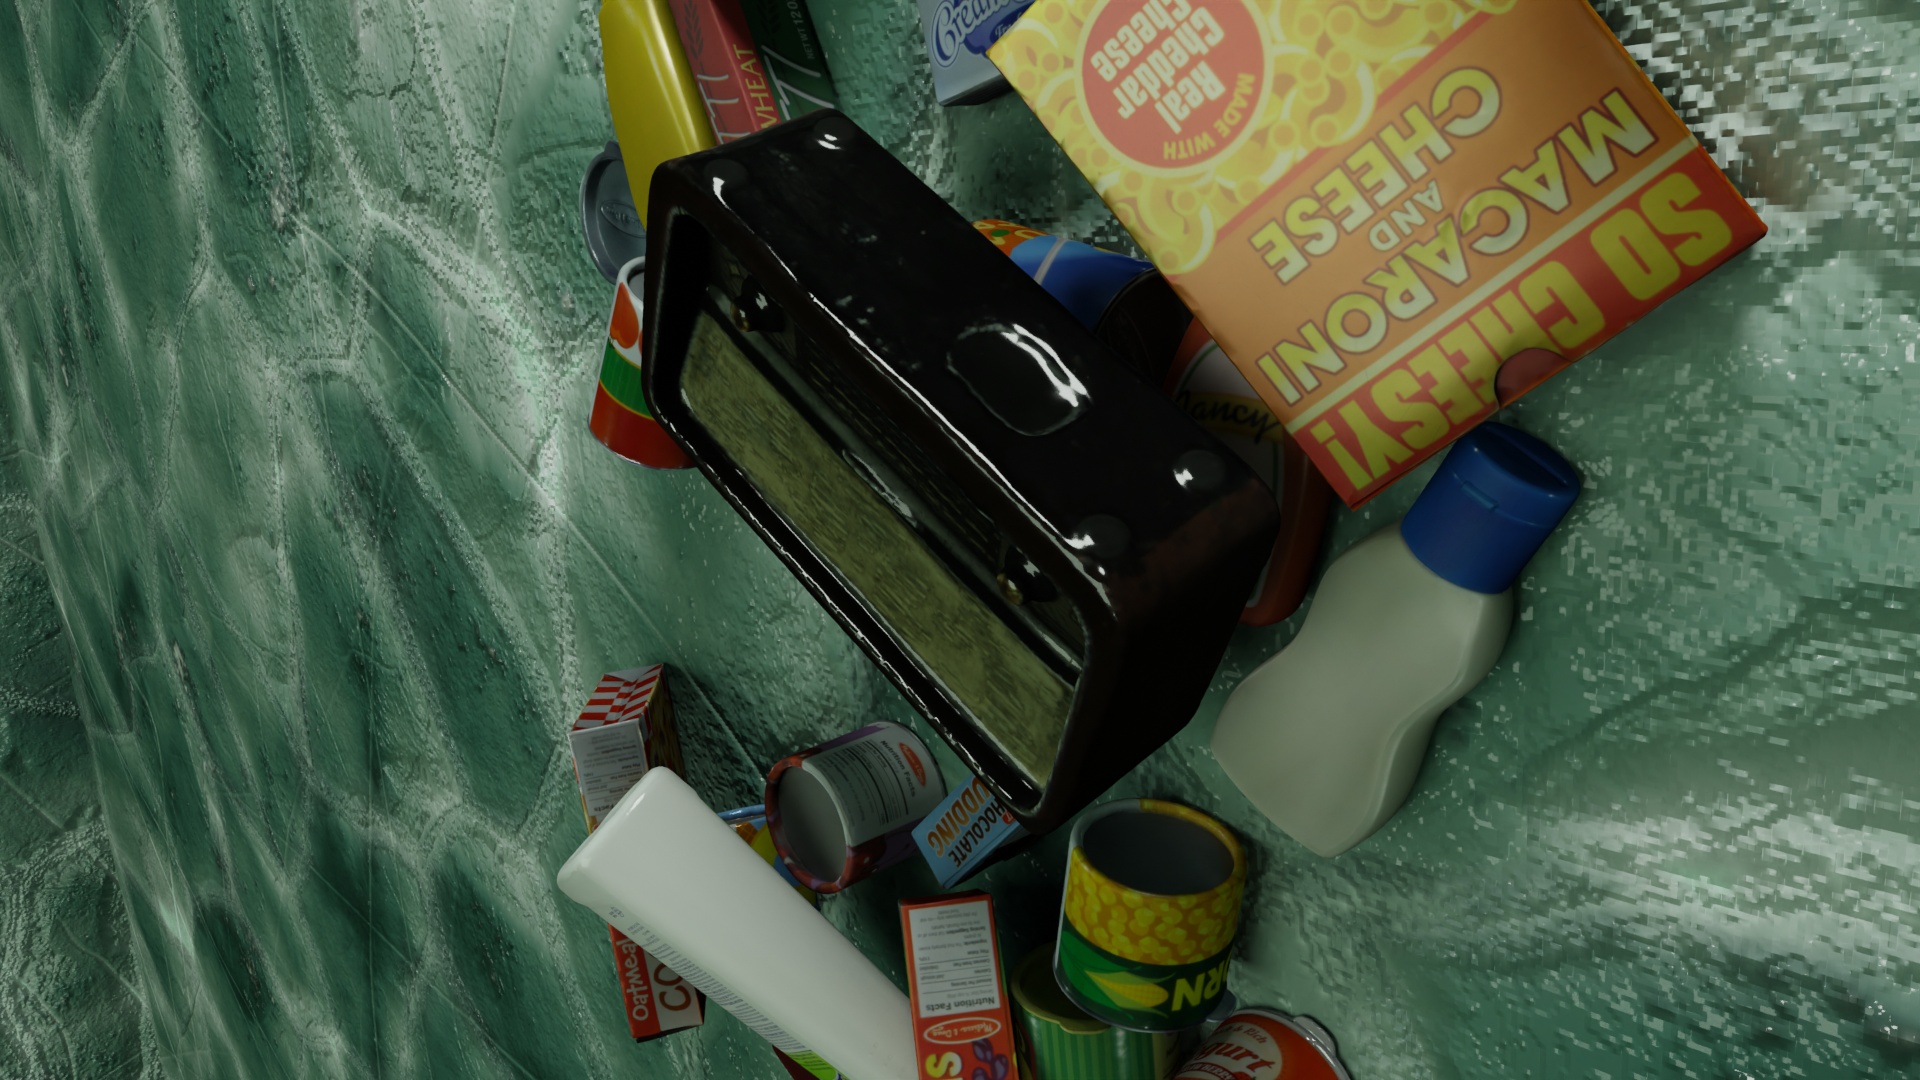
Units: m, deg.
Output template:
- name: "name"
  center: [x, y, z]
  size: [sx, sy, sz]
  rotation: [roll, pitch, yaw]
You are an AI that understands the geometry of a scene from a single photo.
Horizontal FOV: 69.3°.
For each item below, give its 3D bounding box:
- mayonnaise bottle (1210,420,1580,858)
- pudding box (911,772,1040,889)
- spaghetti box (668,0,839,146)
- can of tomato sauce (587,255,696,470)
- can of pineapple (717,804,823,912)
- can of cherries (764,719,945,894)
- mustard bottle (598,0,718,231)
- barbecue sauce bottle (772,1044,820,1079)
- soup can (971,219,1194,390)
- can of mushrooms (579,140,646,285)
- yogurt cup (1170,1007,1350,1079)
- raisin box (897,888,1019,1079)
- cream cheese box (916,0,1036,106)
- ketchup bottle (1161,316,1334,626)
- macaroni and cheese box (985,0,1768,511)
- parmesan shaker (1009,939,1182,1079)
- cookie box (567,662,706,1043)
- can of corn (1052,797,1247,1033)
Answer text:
- name: "mayonnaise bottle"
  center: [0.136, 0.031, 0.435]
  size: [0.065, 0.041, 0.147]
  rotation: [44, 130, 26]
- name: "pudding box"
  center: [0.021, 0.108, 0.573]
  size: [0.030, 0.050, 0.083]
  rotation: [57, 136, 19]
- name: "spaghetti box"
  center: [-0.075, -0.171, 0.588]
  size: [0.028, 0.050, 0.250]
  rotation: [-22, 86, 49]
- name: "can of tomato sauce"
  center: [-0.138, -0.085, 0.671]
  size: [0.071, 0.071, 0.082]
  rotation: [44, 130, 28]
- name: "can of pineapple"
  center: [-0.109, 0.170, 0.719]
  size: [0.071, 0.071, 0.058]
  rotation: [-14, 86, 48]
- name: "can of cherries"
  center: [-0.051, 0.125, 0.649]
  size: [0.071, 0.058, 0.071]
  rotation: [17, 114, 43]
- name: "mustard bottle"
  center: [-0.132, -0.211, 0.637]
  size: [0.065, 0.049, 0.160]
  rotation: [-16, 90, 47]
- name: "barbecue sauce bottle"
  center: [-0.036, 0.294, 0.699]
  size: [0.149, 0.044, 0.064]
  rotation: [46, 132, 26]
- name: "soup can"
  center: [0.036, -0.075, 0.491]
  size: [0.084, 0.071, 0.071]
  rotation: [27, 121, 40]
- name: "can of mushrooms"
  center: [-0.158, -0.163, 0.691]
  size: [0.071, 0.033, 0.070]
  rotation: [18, 115, 43]
- name: "yogurt cup"
  center: [0.106, 0.217, 0.515]
  size: [0.072, 0.054, 0.072]
  rotation: [18, 116, 43]
- name: "raisin box"
  center: [0.001, 0.206, 0.561]
  size: [0.086, 0.040, 0.123]
  rotation: [106, 158, -76]
- name: "cream cheese box"
  center: [0.027, -0.194, 0.490]
  size: [0.103, 0.024, 0.053]
  rotation: [-7, 97, 48]
- name: "ketchup bottle"
  center: [0.096, -0.049, 0.448]
  size: [0.065, 0.044, 0.148]
  rotation: [25, 120, 33]
- name: "macaroni and cheese box"
  center: [0.105, -0.109, 0.371]
  size: [0.123, 0.040, 0.166]
  rotation: [-39, 89, 31]
- name: "parmesan shaker"
  center: [0.056, 0.222, 0.556]
  size: [0.071, 0.071, 0.102]
  rotation: [7, 108, 46]
- name: "cookie box"
  center: [-0.170, 0.164, 0.756]
  size: [0.123, 0.040, 0.167]
  rotation: [-131, 31, -80]
- name: "can of corn"
  center: [0.072, 0.139, 0.517]
  size: [0.071, 0.071, 0.058]
  rotation: [25, 119, 40]
